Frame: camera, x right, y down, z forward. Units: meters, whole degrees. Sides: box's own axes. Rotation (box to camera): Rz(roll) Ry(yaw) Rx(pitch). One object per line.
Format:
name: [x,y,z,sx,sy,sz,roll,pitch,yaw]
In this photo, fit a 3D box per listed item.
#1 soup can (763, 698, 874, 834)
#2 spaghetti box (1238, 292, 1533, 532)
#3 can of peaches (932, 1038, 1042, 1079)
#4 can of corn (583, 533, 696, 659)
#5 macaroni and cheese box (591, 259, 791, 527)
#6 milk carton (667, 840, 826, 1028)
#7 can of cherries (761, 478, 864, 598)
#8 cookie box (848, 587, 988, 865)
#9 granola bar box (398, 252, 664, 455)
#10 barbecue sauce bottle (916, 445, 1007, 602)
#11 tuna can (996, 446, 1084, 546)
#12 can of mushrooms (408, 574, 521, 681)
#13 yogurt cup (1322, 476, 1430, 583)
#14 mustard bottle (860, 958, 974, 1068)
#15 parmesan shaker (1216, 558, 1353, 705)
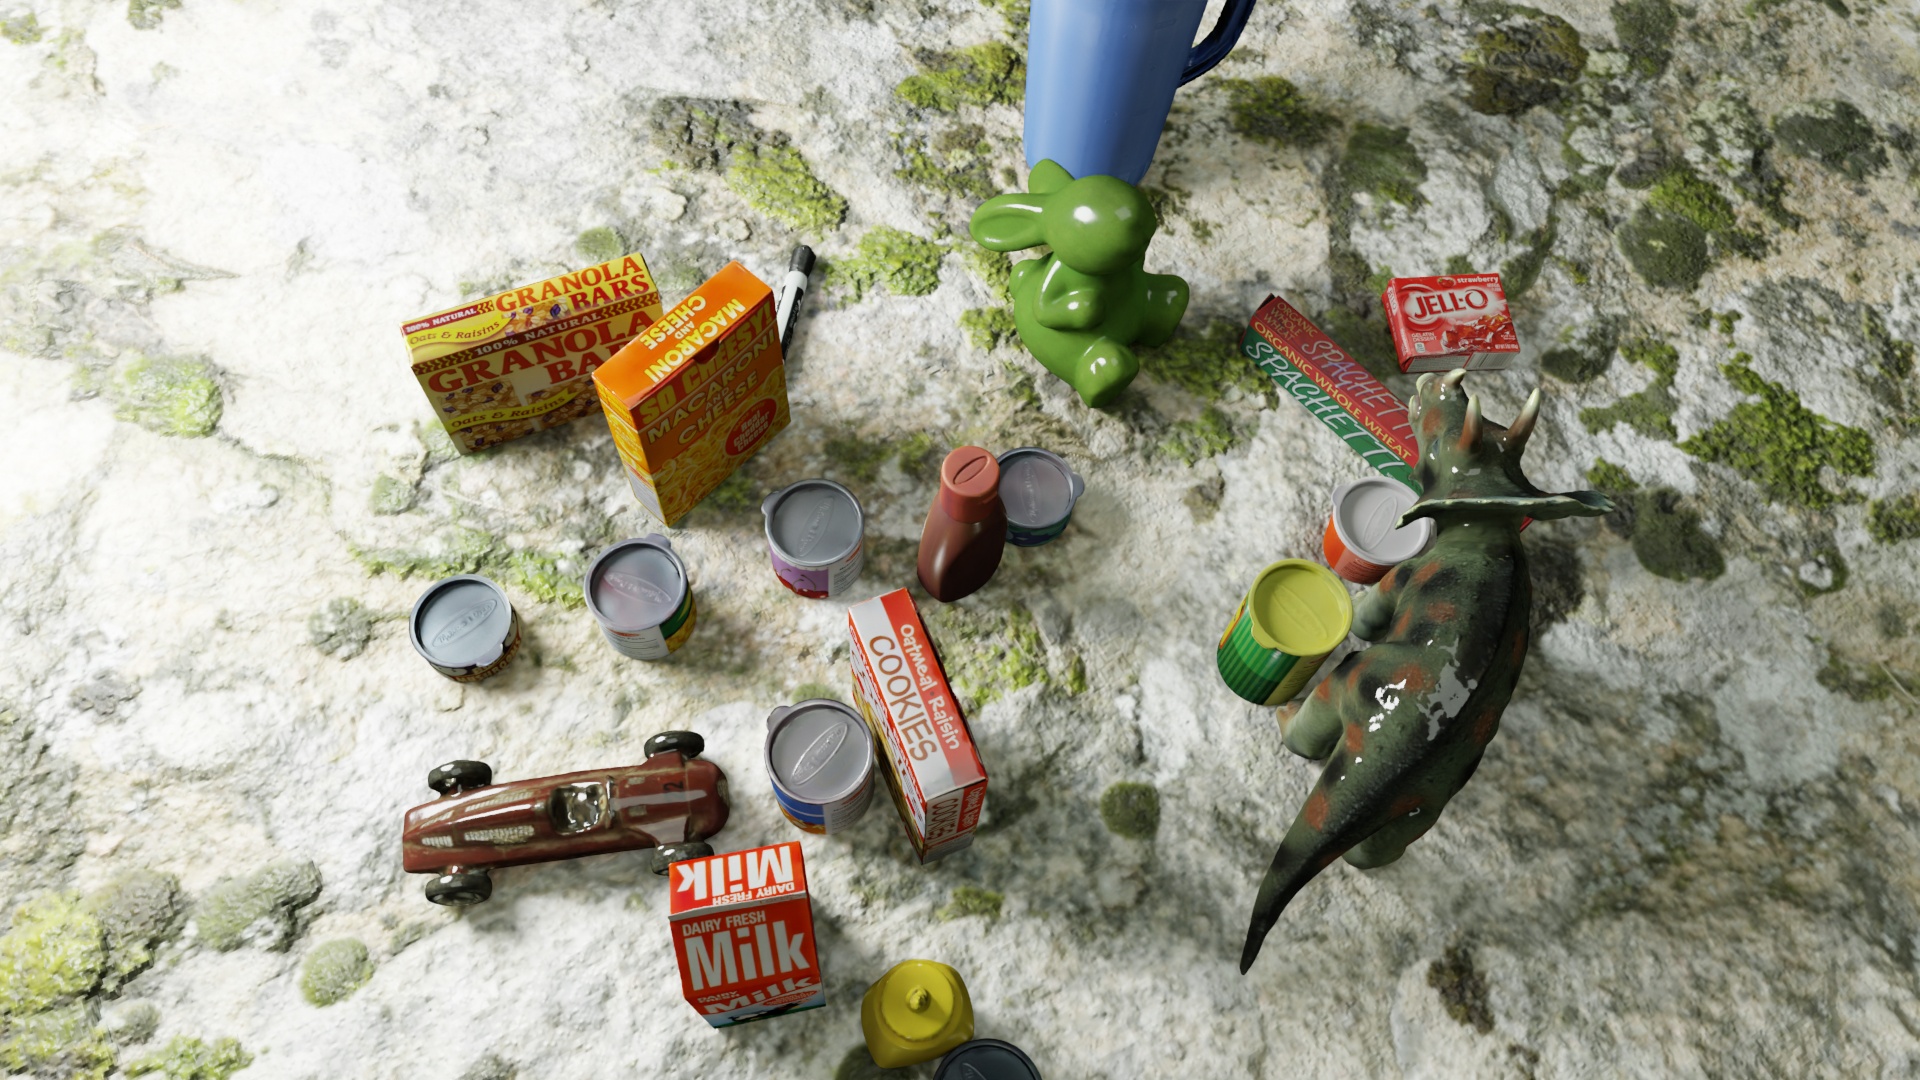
soup can: [-0.089,0.142,0.872,0.071,0.083,0.071,1,65,-3]
spaghetti box: [0.307,-0.084,1.022,0.029,0.050,0.250,-39,73,-19]
can of peaches: [0.012,0.327,0.804,0.071,0.057,0.071,1,65,-3]
can of corn: [-0.211,0.038,0.929,0.071,0.058,0.071,1,65,-3]
macaroni and cheese box: [-0.174,-0.094,0.934,0.040,0.165,0.124,40,69,14]
milk carton: [-0.117,0.220,0.775,0.072,0.189,0.074,-9,66,-7]
can of cherries: [-0.101,-0.002,0.954,0.071,0.058,0.072,1,65,-3]
cookie box: [-0.028,0.117,0.842,0.040,0.166,0.123,-20,68,-12]
granola bar box: [-0.287,-0.129,0.967,0.166,0.123,0.039,-20,68,-12]
barbecue sauce bottle: [0.003,-0.011,0.915,0.065,0.148,0.044,-38,72,-18]
tuna can: [0.051,-0.031,0.991,0.071,0.032,0.071,1,65,-3]
can of mushrooms: [-0.327,0.061,0.925,0.071,0.033,0.071,1,65,-3]
yogurt cup: [0.290,-0.004,0.980,0.072,0.053,0.072,1,65,-3]
mustard bottle: [-0.023,0.262,0.777,0.065,0.159,0.049,-14,67,-10]
parmesan shaker: [0.209,0.064,0.916,0.071,0.102,0.071,1,65,-3]
